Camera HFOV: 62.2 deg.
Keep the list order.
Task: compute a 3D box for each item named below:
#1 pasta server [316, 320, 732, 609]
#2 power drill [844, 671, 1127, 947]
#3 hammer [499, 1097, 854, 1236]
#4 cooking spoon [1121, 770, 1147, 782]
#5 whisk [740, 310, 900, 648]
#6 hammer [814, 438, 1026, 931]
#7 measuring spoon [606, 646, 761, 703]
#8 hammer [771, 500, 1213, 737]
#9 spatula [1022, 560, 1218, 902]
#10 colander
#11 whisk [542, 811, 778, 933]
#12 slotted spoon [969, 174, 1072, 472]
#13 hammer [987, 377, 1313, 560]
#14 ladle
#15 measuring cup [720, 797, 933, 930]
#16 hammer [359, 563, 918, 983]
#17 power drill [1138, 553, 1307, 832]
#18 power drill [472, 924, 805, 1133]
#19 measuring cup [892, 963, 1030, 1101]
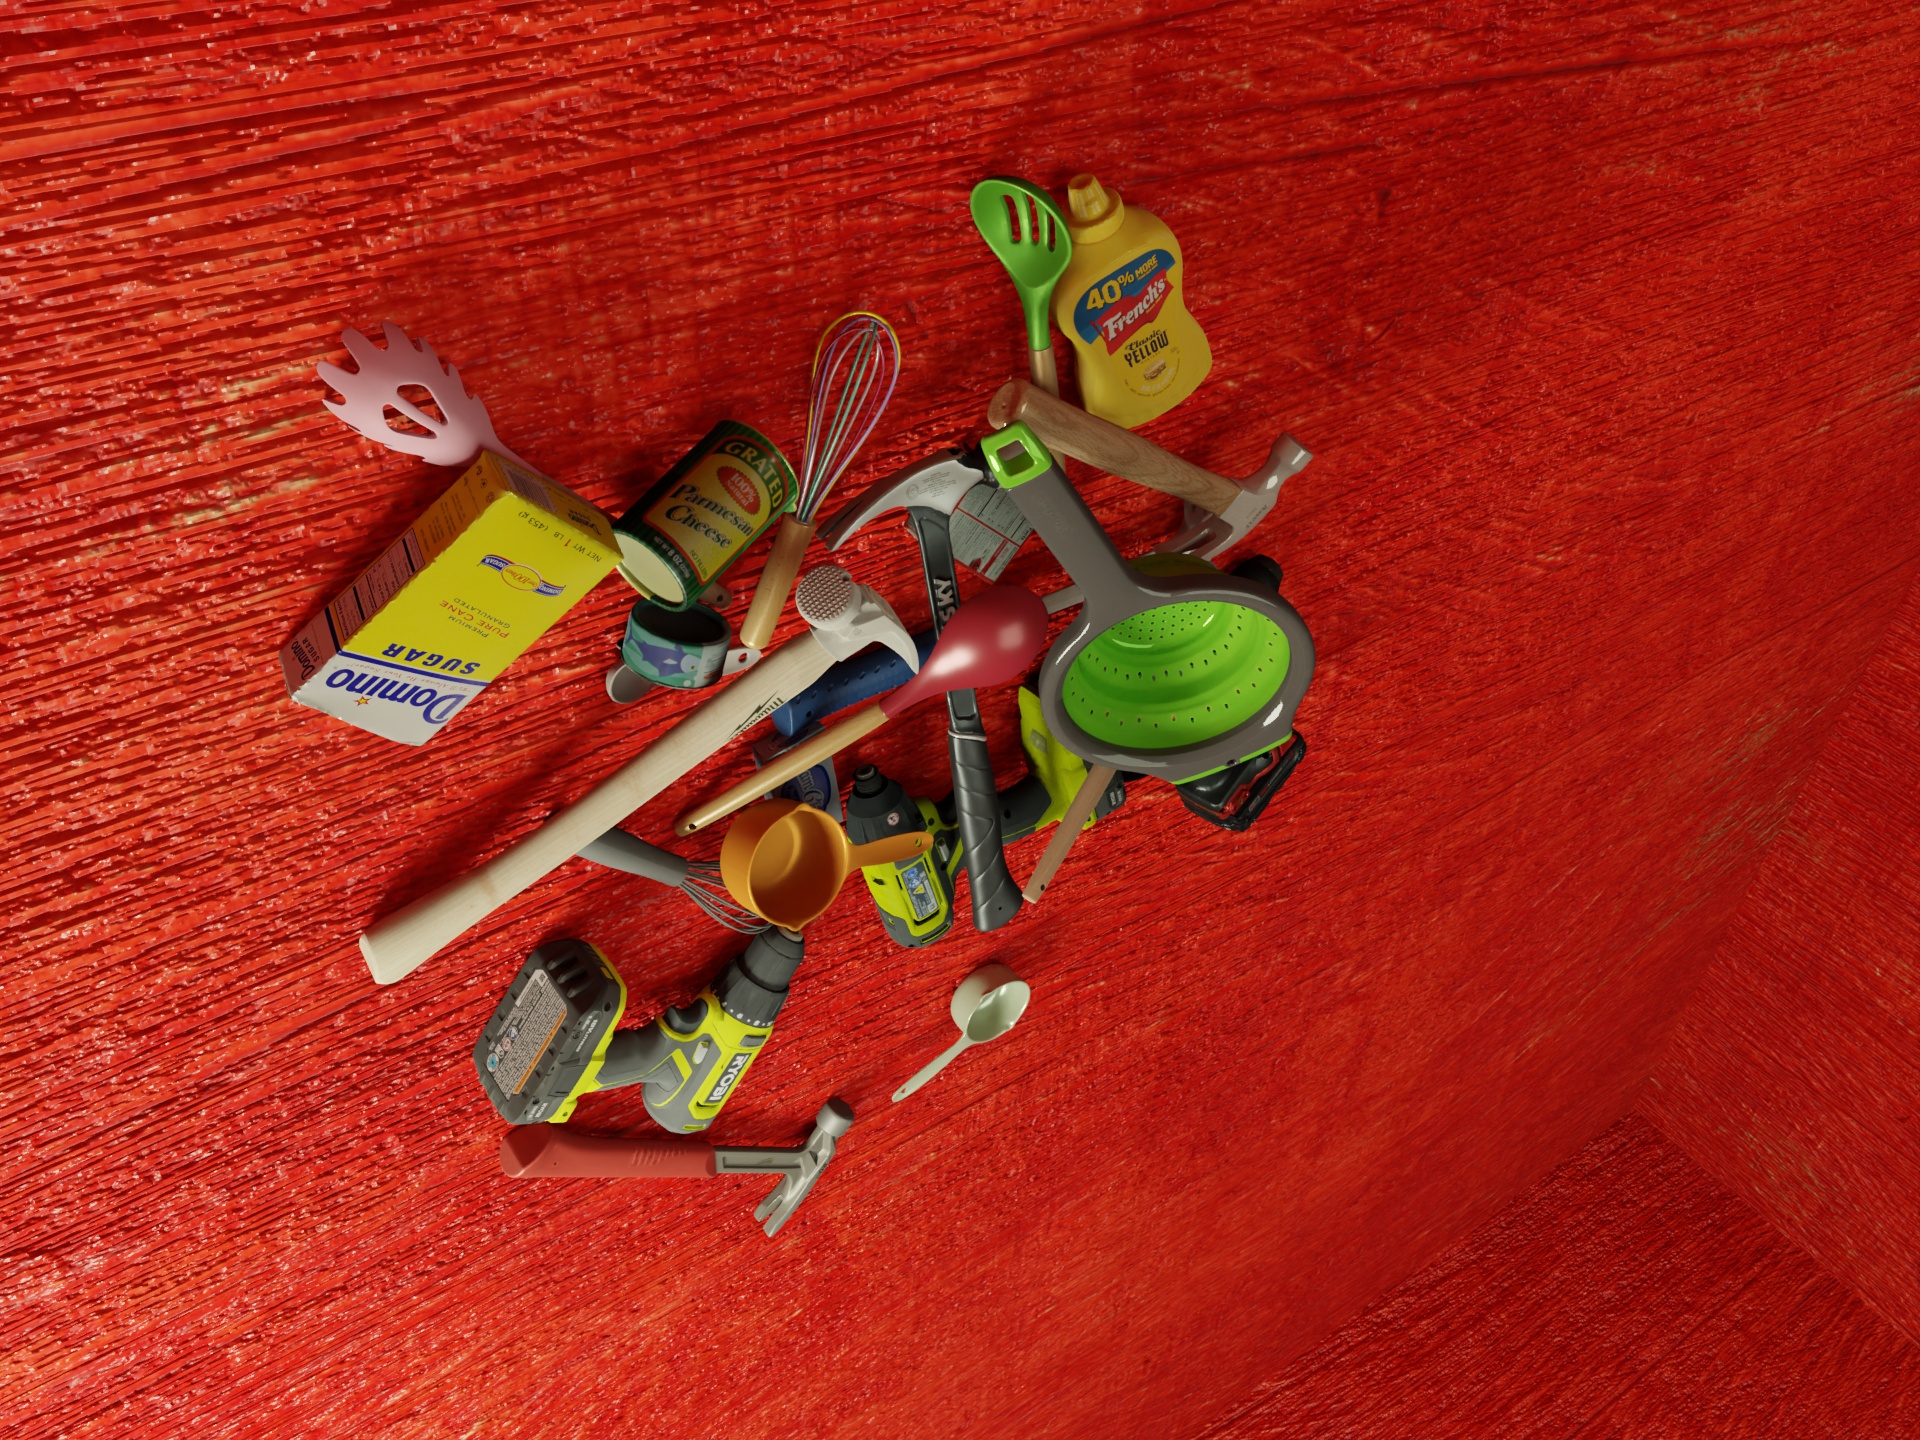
[{"bbox_3d":[-0.233,-0.130,0.923,0.060,0.040,0.316,-50,147,5],"label":"pasta server"},{"bbox_3d":[0.016,0.063,1.280,0.223,0.080,0.171,-31,128,-18],"label":"power drill"},{"bbox_3d":[-0.246,0.383,1.366,0.358,0.037,0.149,21,108,-51],"label":"hammer"},{"bbox_3d":[0.077,0.060,1.393,0.319,0.017,0.068,-18,132,-32],"label":"cooking spoon"},{"bbox_3d":[-0.098,-0.151,1.025,0.047,0.051,0.245,11,122,-25],"label":"whisk"},{"bbox_3d":[-0.002,-0.004,1.160,0.149,0.036,0.408,-20,126,-16],"label":"hammer"},{"bbox_3d":[-0.186,-0.037,1.064,0.124,0.018,0.034,-15,133,-44],"label":"measuring spoon"},{"bbox_3d":[0.037,-0.082,1.213,0.405,0.035,0.144,-23,137,-27],"label":"hammer"},{"bbox_3d":[0.131,0.007,1.269,0.059,0.018,0.316,41,73,-39],"label":"spatula"},{"bbox_3d":[0.116,-0.101,1.138,0.204,0.095,0.396,-24,138,18],"label":"colander"},{"bbox_3d":[-0.207,0.107,1.148,0.055,0.055,0.238,-52,138,7],"label":"whisk"},{"bbox_3d":[0.054,-0.236,1.077,0.031,0.070,0.313,-54,152,-29],"label":"slotted spoon"},{"bbox_3d":[0.129,-0.181,1.128,0.331,0.031,0.130,9,126,-51],"label":"hammer"},{"bbox_3d":[-0.075,0.003,1.105,0.315,0.031,0.069,-30,121,17],"label":"ladle"},{"bbox_3d":[-0.099,0.096,1.178,0.173,0.052,0.095,-7,107,-42],"label":"measuring cup"},{"bbox_3d":[-0.211,0.047,1.025,0.410,0.038,0.146,-35,159,7],"label":"hammer"},{"bbox_3d":[0.241,-0.024,1.425,0.188,0.080,0.226,-50,141,-13],"label":"power drill"},{"bbox_3d":[-0.231,0.228,1.207,0.228,0.080,0.190,16,112,-52],"label":"power drill"},{"bbox_3d":[-0.008,0.296,1.513,0.167,0.038,0.083,-40,142,-5],"label":"measuring cup"}]
